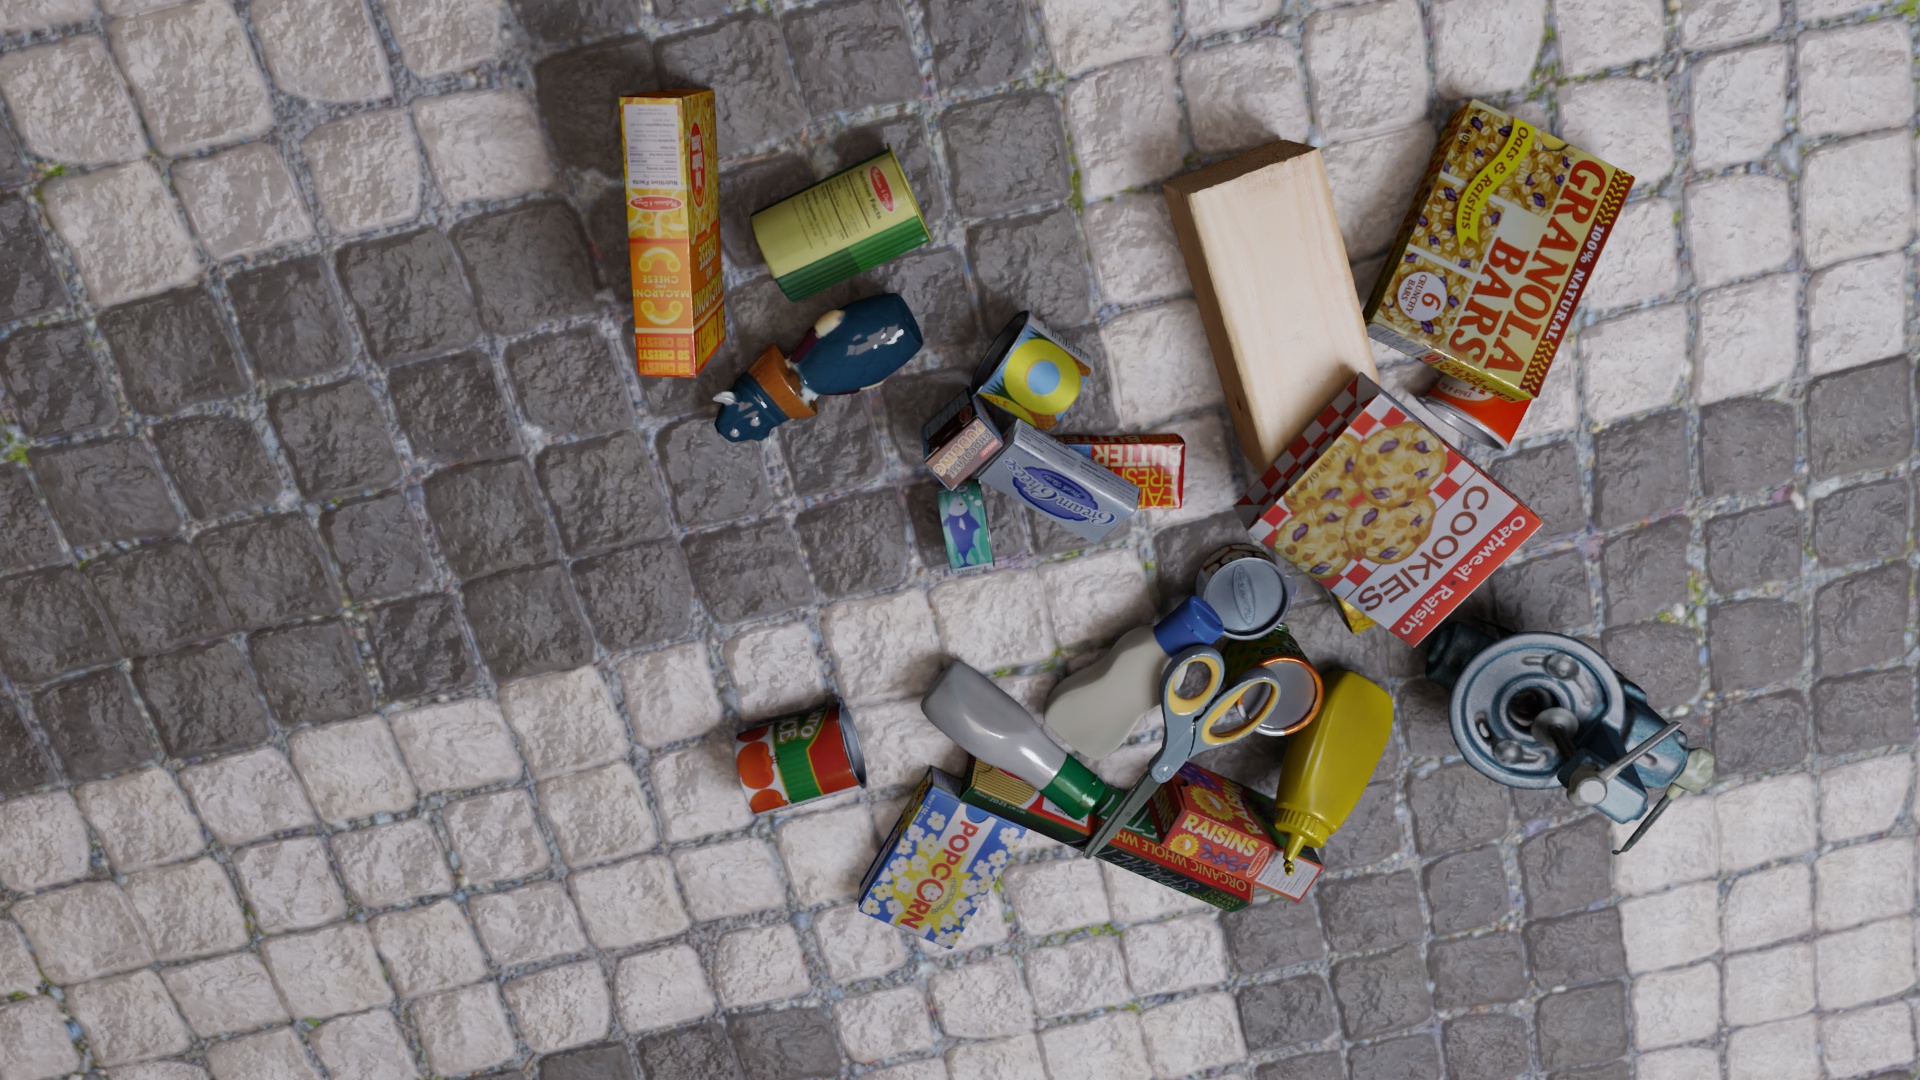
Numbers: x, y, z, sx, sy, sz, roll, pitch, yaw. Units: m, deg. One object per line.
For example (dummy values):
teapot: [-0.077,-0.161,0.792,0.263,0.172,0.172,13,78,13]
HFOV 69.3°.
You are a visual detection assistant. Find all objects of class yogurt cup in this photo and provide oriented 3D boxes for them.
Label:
yogurt cup: [0.371,-0.103,0.983,0.072,0.072,0.054,31,97,-13]

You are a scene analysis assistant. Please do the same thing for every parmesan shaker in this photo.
parmesan shaker: [-0.080,-0.210,0.917,0.103,0.071,0.071,-23,109,6]

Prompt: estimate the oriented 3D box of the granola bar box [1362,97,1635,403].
granola bar box: [0.358,-0.193,0.931,0.124,0.039,0.165,24,89,-3]

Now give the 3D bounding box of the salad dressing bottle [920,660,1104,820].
salad dressing bottle: [0.040,0.151,1.040,0.147,0.064,0.043,38,117,-3]

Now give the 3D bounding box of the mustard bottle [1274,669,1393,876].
mustard bottle: [0.270,0.177,1.041,0.065,0.048,0.161,34,70,-13]

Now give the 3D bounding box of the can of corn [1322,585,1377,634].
can of corn: [0.299,0.027,1.018,0.058,0.071,0.071,-28,109,7]

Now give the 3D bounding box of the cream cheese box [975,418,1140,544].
cream cheese box: [0.068,-0.040,0.965,0.104,0.024,0.053,29,143,-14]

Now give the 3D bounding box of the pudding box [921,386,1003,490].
pudding box: [0.000,-0.071,0.958,0.049,0.084,0.030,-41,107,10]

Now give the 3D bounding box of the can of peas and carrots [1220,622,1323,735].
can of peas and carrots: [0.235,0.104,1.047,0.071,0.059,0.070,-1,110,-3]

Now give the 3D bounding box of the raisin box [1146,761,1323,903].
raisin box: [0.208,0.220,1.071,0.123,0.086,0.040,24,108,-11]

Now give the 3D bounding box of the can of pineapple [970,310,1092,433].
can of pineapple: [0.048,-0.114,0.956,0.058,0.071,0.071,33,104,-14]

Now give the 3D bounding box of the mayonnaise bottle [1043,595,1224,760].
mayonnaise bottle: [0.131,0.100,1.032,0.064,0.041,0.147,40,115,-12]

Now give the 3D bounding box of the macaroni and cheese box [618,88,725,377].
macaroni and cheese box: [-0.181,-0.198,0.883,0.040,0.124,0.165,1,109,-1]

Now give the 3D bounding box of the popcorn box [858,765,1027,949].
popcorn box: [-0.015,0.251,1.093,0.085,0.038,0.126,27,106,-11]

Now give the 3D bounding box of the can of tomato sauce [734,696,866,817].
can of tomato sauce: [-0.120,0.163,1.042,0.083,0.071,0.071,-16,109,3]

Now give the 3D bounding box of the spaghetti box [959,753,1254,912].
spaghetti box: [0.118,0.222,1.082,0.250,0.050,0.028,25,140,-11]

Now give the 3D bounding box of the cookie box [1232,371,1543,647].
cookie box: [0.287,-0.017,0.931,0.167,0.040,0.122,32,111,-23]

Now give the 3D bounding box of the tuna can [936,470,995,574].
tuna can: [0.004,-0.012,0.989,0.033,0.071,0.070,-10,110,1]

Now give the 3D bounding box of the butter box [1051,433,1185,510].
butter box: [0.109,-0.049,1.005,0.103,0.024,0.053,-2,110,-3]

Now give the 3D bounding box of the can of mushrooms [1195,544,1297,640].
can of mushrooms: [0.213,0.038,1.036,0.071,0.033,0.070,-1,109,-3]
